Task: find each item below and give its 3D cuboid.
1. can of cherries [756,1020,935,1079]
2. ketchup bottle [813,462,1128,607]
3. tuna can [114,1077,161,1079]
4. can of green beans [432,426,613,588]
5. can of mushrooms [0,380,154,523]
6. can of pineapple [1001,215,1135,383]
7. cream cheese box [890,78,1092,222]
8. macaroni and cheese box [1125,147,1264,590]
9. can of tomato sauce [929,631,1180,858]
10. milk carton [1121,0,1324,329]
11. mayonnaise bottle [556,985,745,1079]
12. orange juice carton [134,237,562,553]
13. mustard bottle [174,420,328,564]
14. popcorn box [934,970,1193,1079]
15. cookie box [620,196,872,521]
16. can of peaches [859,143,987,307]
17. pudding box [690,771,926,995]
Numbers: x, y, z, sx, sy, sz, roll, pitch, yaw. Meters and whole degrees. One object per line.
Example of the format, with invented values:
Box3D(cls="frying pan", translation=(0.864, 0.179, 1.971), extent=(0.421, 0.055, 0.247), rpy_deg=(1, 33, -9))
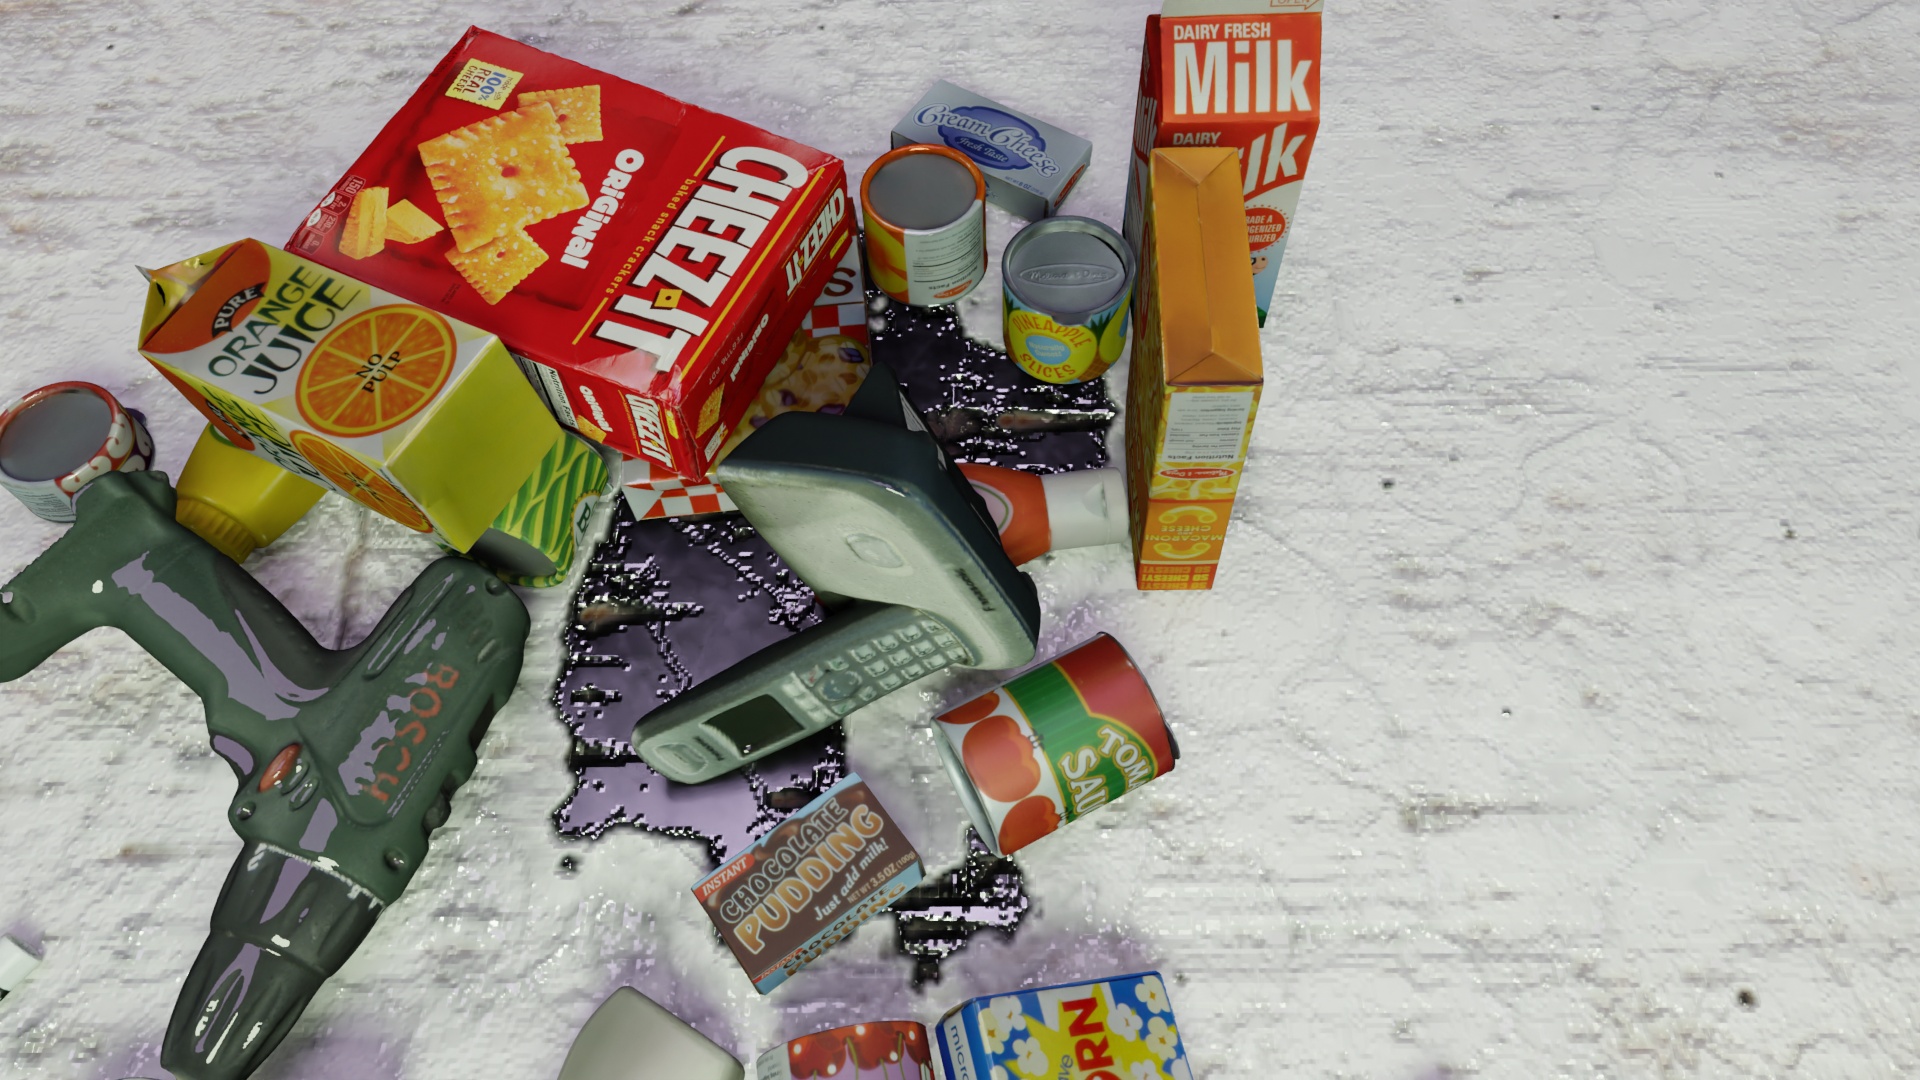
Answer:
Box3D(cls="can of cherries", translation=(-0.037, 0.215, 0.513), extent=(0.071, 0.071, 0.058), rpy_deg=(-11, 59, -4))
Box3D(cls="ketchup bottle", translation=(0.002, -0.008, 0.651), extent=(0.149, 0.043, 0.065), rpy_deg=(-7, 82, -3))
Box3D(cls="tuna can", translation=(-0.314, 0.241, 0.524), extent=(0.071, 0.032, 0.071), rpy_deg=(-1, 59, 1))
Box3D(cls="can of green beans", translation=(-0.206, -0.018, 0.652), extent=(0.071, 0.071, 0.058), rpy_deg=(11, 62, 8))
Box3D(cls="can of mushrooms", translation=(-0.444, -0.047, 0.695), extent=(0.071, 0.033, 0.071), rpy_deg=(-1, 60, 2))
Box3D(cls="can of pineapple", translation=(0.053, -0.121, 0.708), extent=(0.071, 0.057, 0.071), rpy_deg=(-1, 60, 2))
Box3D(cls="cream cheese box", translation=(0.017, -0.221, 0.787), extent=(0.104, 0.024, 0.053), rpy_deg=(27, 63, 16))
Box3D(cls="macaroni and cheese box", translation=(0.098, -0.070, 0.615), extent=(0.040, 0.165, 0.124), rpy_deg=(0, 60, 3))
Box3D(cls="can of tomato sauce", translation=(0.039, 0.087, 0.583), extent=(0.083, 0.071, 0.071), rpy_deg=(-25, 62, -11))
Box3D(cls="milk carton", translation=(0.123, -0.187, 0.668), extent=(0.072, 0.189, 0.074), rpy_deg=(-2, 60, 1))
Box3D(cls="mayonnaise bottle", translation=(-0.146, 0.245, 0.513), extent=(0.065, 0.041, 0.149), rpy_deg=(27, 65, 18))
Box3D(cls="orange juice carton", translation=(-0.282, -0.072, 0.616), extent=(0.193, 0.071, 0.073), rpy_deg=(22, 65, 21))
Box3D(cls="mustard bottle", translation=(-0.339, -0.039, 0.677), extent=(0.065, 0.048, 0.161), rpy_deg=(15, 61, 14))
Box3D(cls="popcorn box", translation=(0.048, 0.226, 0.500), extent=(0.085, 0.038, 0.127), rpy_deg=(3, 55, -30))
Box3D(cls="cookie box", translation=(-0.107, -0.096, 0.710), extent=(0.123, 0.040, 0.168), rpy_deg=(-6, 61, -2))
Box3D(cls="can of peaches", translation=(-0.020, -0.169, 0.739), extent=(0.071, 0.057, 0.071), rpy_deg=(-1, 61, 1))
Box3D(cls="pudding box", translation=(-0.062, 0.141, 0.576), extent=(0.084, 0.030, 0.050), rpy_deg=(-33, 63, -16))
